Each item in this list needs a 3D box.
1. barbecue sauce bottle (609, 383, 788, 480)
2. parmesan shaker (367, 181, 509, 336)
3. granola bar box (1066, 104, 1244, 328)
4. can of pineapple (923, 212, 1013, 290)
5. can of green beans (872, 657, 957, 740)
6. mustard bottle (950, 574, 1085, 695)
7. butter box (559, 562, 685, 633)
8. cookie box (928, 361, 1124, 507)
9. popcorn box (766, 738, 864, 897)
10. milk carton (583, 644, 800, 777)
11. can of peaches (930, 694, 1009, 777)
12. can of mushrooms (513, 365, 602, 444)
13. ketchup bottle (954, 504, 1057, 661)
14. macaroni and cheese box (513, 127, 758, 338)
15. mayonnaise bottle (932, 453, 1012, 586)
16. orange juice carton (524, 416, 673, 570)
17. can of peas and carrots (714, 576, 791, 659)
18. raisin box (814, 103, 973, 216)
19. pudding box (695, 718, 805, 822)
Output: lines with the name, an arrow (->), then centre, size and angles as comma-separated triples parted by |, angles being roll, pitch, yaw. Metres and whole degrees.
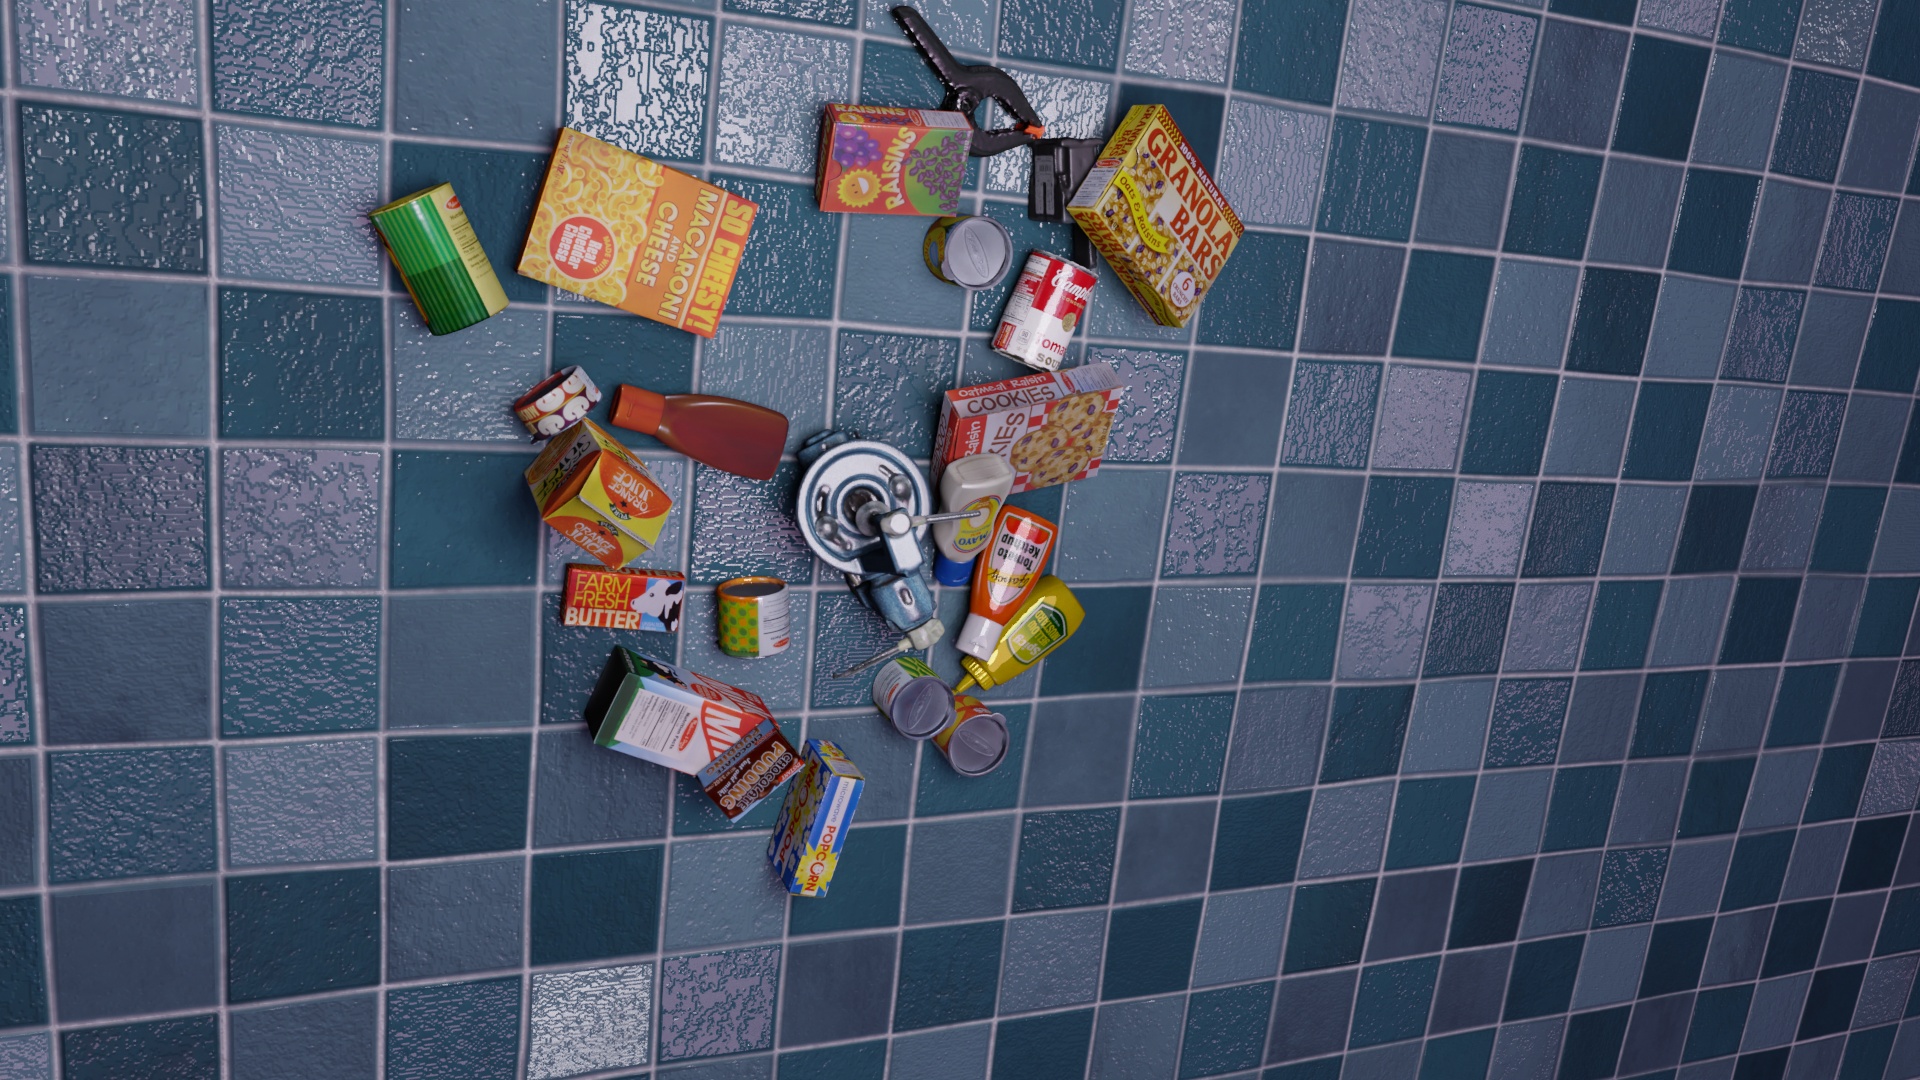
barbecue sauce bottle -> -0.228, -0.099, 1.210 | 0.148, 0.044, 0.064 | 15, 99, -25
parmesan shaker -> -0.407, -0.218, 1.084 | 0.071, 0.071, 0.102 | -27, 114, -14
granola bar box -> 0.182, -0.294, 1.269 | 0.165, 0.039, 0.124 | 43, 72, -38
can of pineapple -> 0.004, -0.261, 1.255 | 0.071, 0.058, 0.070 | -6, 107, -21
can of green beans -> -0.046, 0.153, 1.352 | 0.071, 0.058, 0.071 | -6, 107, -21
mustard bottle -> 0.050, 0.104, 1.384 | 0.160, 0.049, 0.065 | -41, 111, -8
butter box -> -0.300, 0.051, 1.233 | 0.103, 0.024, 0.053 | 6, 103, -25
cookie box -> 0.060, -0.098, 1.302 | 0.168, 0.040, 0.122 | -13, 143, -20
popcorn box -> -0.139, 0.264, 1.329 | 0.038, 0.085, 0.126 | 16, 98, -27
milk carton -> -0.237, 0.169, 1.268 | 0.190, 0.072, 0.073 | 24, 95, -26
can of peaches -> 0.009, 0.193, 1.387 | 0.071, 0.058, 0.071 | -6, 107, -21
can of mushrooms -> -0.334, -0.113, 1.147 | 0.071, 0.071, 0.033 | -37, 115, -10
ketchup bottle -> 0.039, 0.043, 1.348 | 0.065, 0.043, 0.149 | 24, 83, -7
macaroni and cheese box -> -0.268, -0.253, 1.151 | 0.166, 0.040, 0.123 | 17, 97, -26
mayonnaise bottle -> 0.005, -0.016, 1.296 | 0.065, 0.041, 0.147 | -14, 143, -25
orange juice carton -> -0.291, -0.038, 1.117 | 0.071, 0.193, 0.073 | 41, 88, -28
can of peas and carrots -> -0.190, 0.069, 1.264 | 0.071, 0.071, 0.058 | -6, 107, -22
raisin box -> -0.059, -0.326, 1.198 | 0.123, 0.040, 0.085 | -2, 134, -18
pudding box -> -0.187, 0.206, 1.240 | 0.084, 0.030, 0.049 | -38, 118, -8
